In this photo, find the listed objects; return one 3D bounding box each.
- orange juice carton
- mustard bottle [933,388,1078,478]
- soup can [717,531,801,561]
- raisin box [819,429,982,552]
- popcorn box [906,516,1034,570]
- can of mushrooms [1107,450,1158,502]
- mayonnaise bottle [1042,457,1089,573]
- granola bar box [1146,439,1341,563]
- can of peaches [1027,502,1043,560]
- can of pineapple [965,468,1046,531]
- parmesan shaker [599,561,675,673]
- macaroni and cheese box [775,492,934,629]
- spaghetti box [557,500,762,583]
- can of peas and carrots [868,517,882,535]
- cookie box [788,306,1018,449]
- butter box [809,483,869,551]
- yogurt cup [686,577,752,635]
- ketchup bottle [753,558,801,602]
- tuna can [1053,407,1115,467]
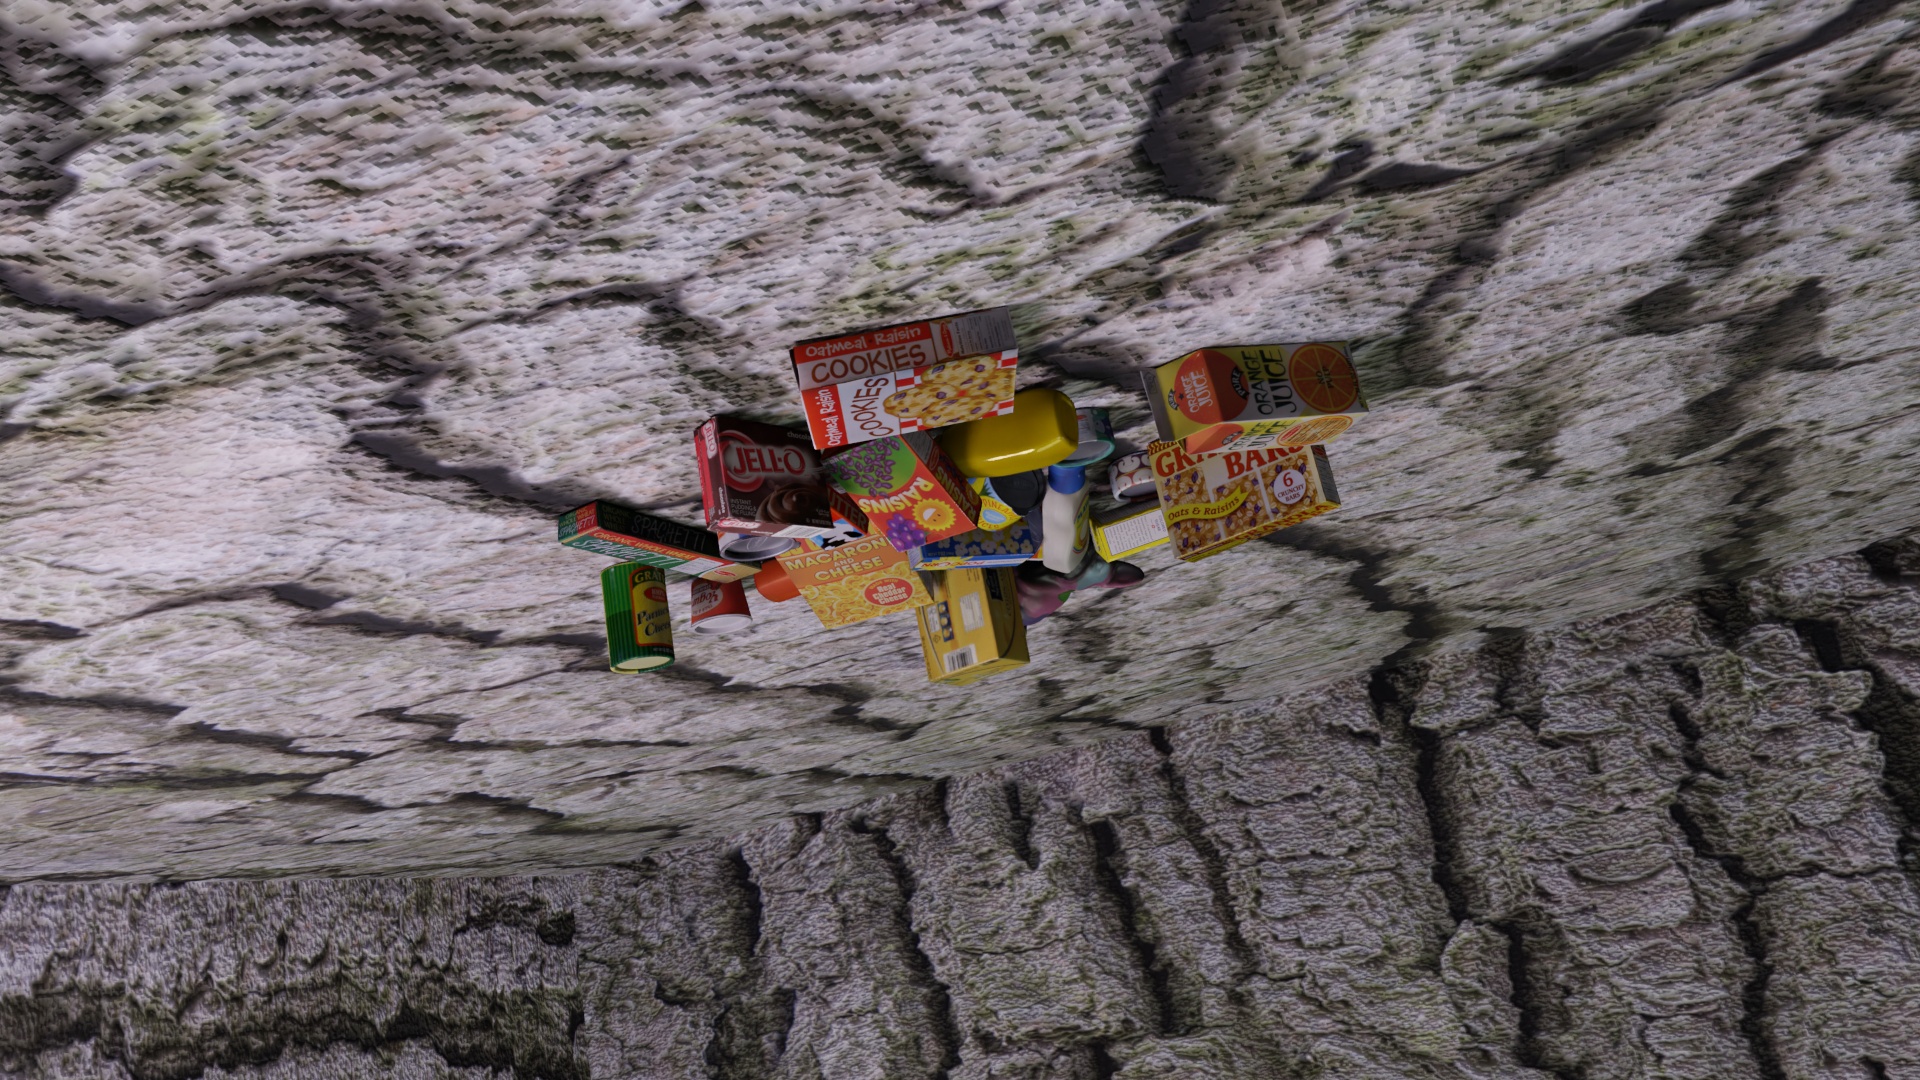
[{"bbox_3d":[0.253,-0.124,1.223,0.193,0.072,0.072,-5,161,-19],"label":"orange juice carton"},{"bbox_3d":[0.025,-0.086,1.219,0.160,0.065,0.049,-13,157,30],"label":"mustard bottle"},{"bbox_3d":[-0.181,-0.031,1.217,0.071,0.084,0.071,-10,163,-3],"label":"soup can"},{"bbox_3d":[-0.050,-0.051,1.206,0.086,0.040,0.123,-19,128,30],"label":"raisin box"},{"bbox_3d":[0.005,-0.017,1.379,0.127,0.085,0.038,-2,161,-28],"label":"popcorn box"},{"bbox_3d":[0.189,-0.066,1.431,0.071,0.033,0.071,-10,162,-3],"label":"can of mushrooms"},{"bbox_3d":[0.106,-0.035,1.382,0.041,0.065,0.147,18,144,18],"label":"mayonnaise bottle"},{"bbox_3d":[0.270,-0.064,1.336,0.165,0.124,0.039,-24,159,35],"label":"granola bar box"},{"bbox_3d":[0.090,-0.013,1.484,0.058,0.071,0.071,3,158,-37],"label":"can of peaches"},{"bbox_3d":[0.039,-0.047,1.335,0.071,0.071,0.057,0,159,-33],"label":"can of pineapple"},{"bbox_3d":[-0.333,0.081,1.442,0.071,0.103,0.071,-11,162,-3],"label":"parmesan shaker"},{"bbox_3d":[-0.110,0.020,1.413,0.124,0.040,0.165,-15,143,10],"label":"macaroni and cheese box"},{"bbox_3d":[-0.288,0.005,1.357,0.050,0.029,0.250,-19,161,24],"label":"spaghetti box"},{"bbox_3d":[-0.057,-0.044,1.291,0.059,0.071,0.071,-14,162,9],"label":"can of peas and carrots"},{"bbox_3d":[-0.042,-0.125,1.086,0.168,0.040,0.122,-11,163,-4],"label":"cookie box"},{"bbox_3d":[-0.137,-0.031,1.288,0.053,0.024,0.103,-21,137,30],"label":"butter box"},{"bbox_3d":[-0.267,0.070,1.534,0.072,0.054,0.072,-10,163,-3],"label":"yogurt cup"},{"bbox_3d":[-0.145,0.026,1.489,0.148,0.043,0.064,-19,160,21],"label":"ketchup bottle"},{"bbox_3d":[0.110,-0.094,1.291,0.071,0.033,0.071,-10,162,-3],"label":"tuna can"}]
